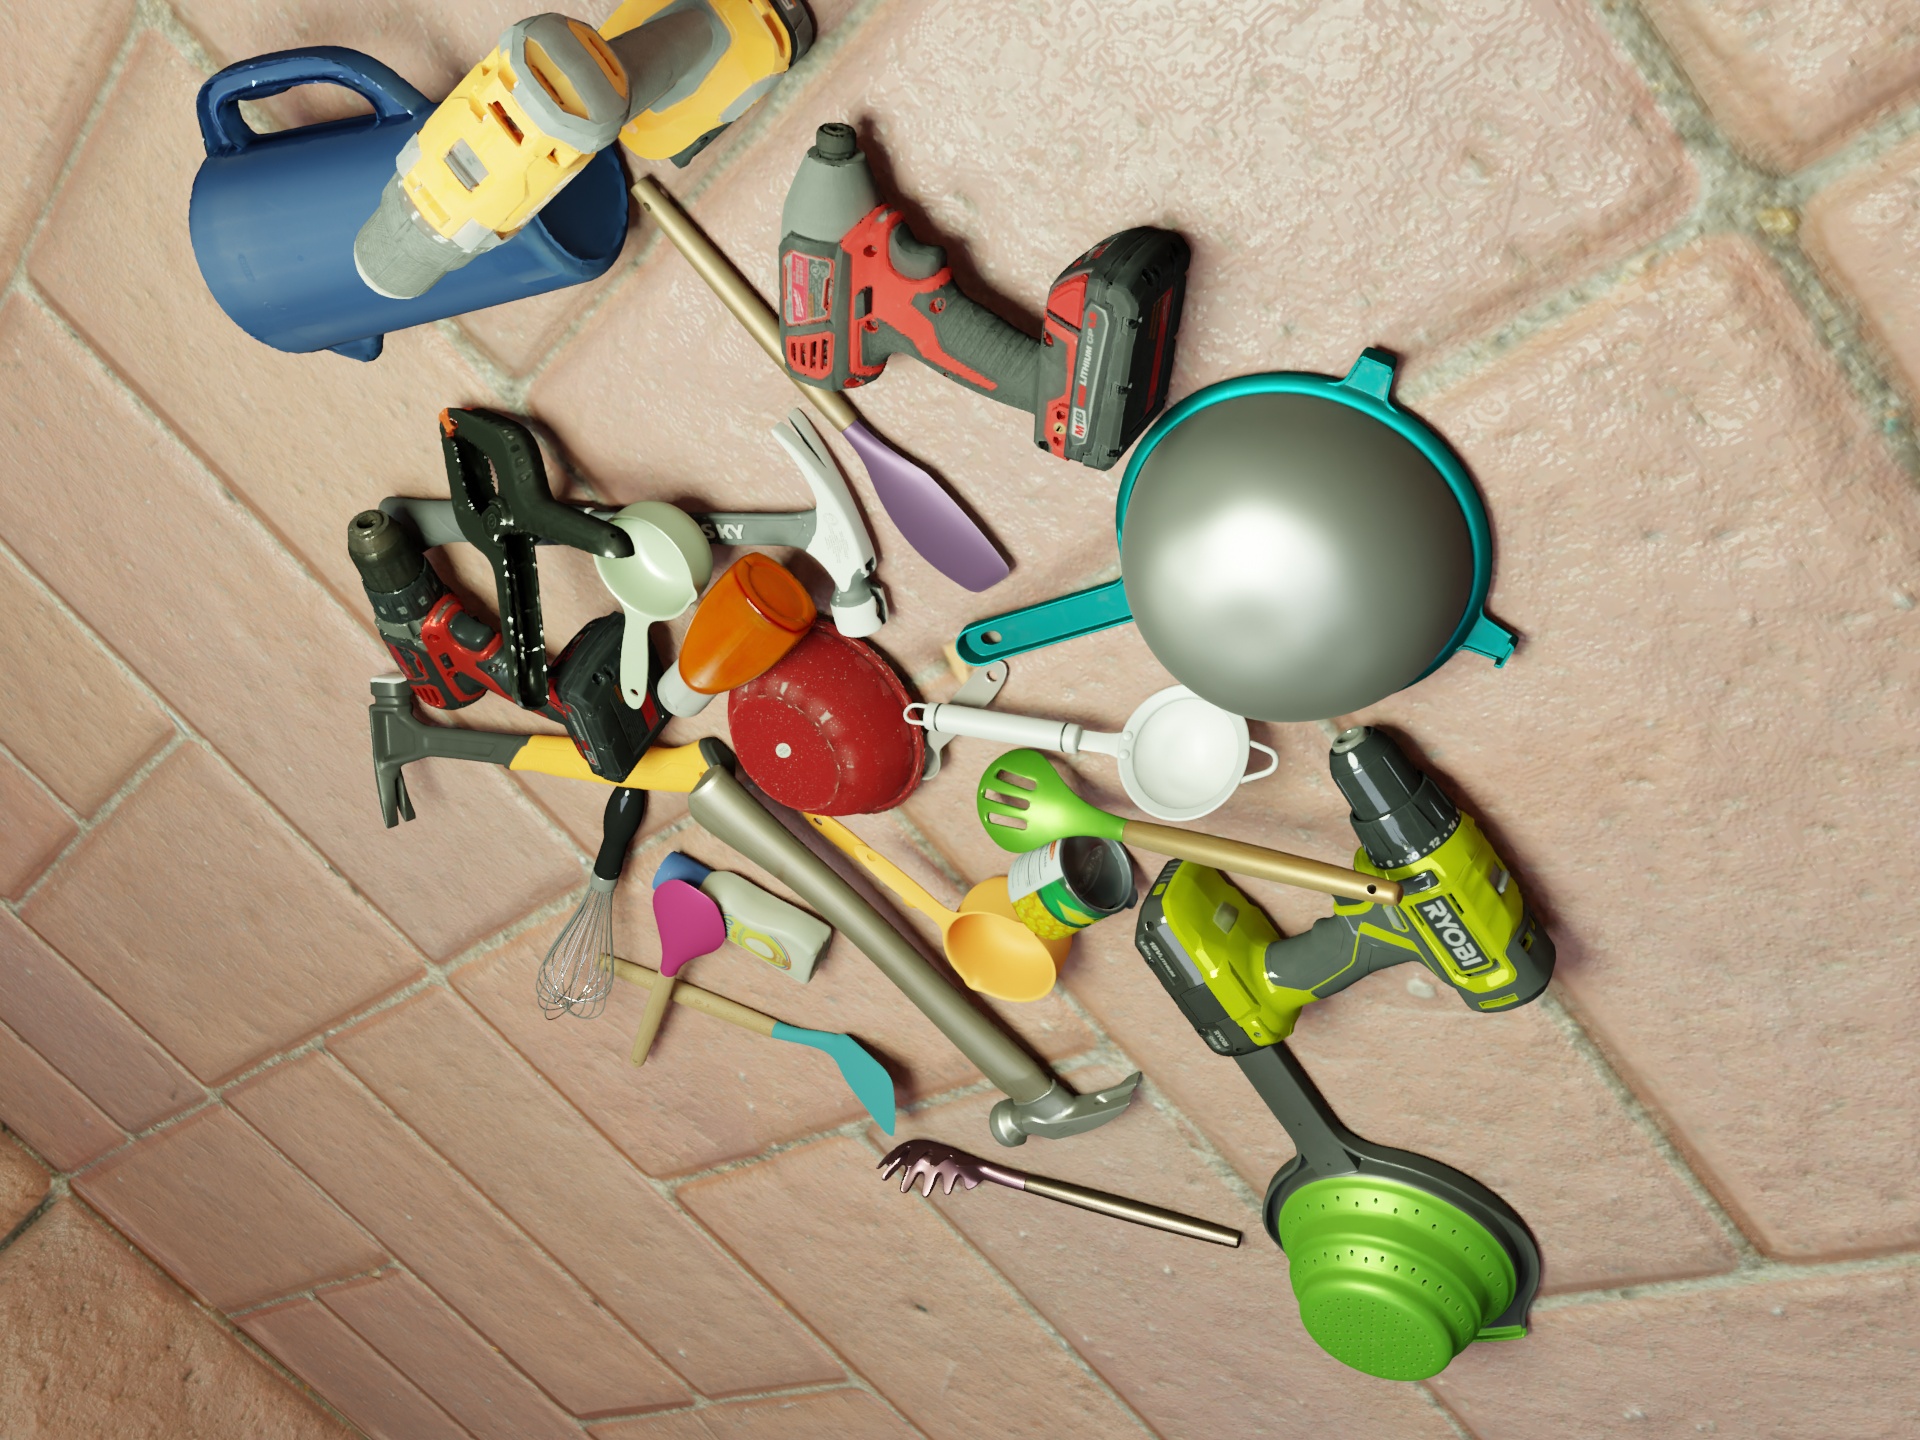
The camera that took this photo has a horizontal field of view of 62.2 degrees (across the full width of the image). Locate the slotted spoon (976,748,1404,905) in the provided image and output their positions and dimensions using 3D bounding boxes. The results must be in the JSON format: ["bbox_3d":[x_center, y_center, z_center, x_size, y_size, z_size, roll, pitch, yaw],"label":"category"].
[{"bbox_3d":[0.126,0.072,0.986,0.314,0.031,0.070,12,91,39],"label":"slotted spoon"}]

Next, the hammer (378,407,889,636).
[{"bbox_3d":[-0.243,-0.136,1.087,0.409,0.036,0.149,5,127,27],"label":"hammer"}]

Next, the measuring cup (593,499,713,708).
[{"bbox_3d":[-0.206,-0.075,1.063,0.083,0.038,0.167,27,135,11],"label":"measuring cup"}]

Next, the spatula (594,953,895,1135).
[{"bbox_3d":[-0.188,0.266,1.378,0.317,0.044,0.082,17,133,19],"label":"spatula"}]

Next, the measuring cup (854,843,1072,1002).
[{"bbox_3d":[0.004,0.130,1.151,0.173,0.052,0.095,37,135,1],"label":"measuring cup"}]

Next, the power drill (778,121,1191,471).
[{"bbox_3d":[0.002,-0.227,0.845,0.220,0.078,0.143,21,133,18],"label":"power drill"}]

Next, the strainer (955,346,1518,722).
[{"bbox_3d":[0.120,-0.060,0.896,0.340,0.095,0.210,-14,117,36],"label":"strainer"}]

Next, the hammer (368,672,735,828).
[{"bbox_3d":[-0.327,0.035,1.255,0.337,0.034,0.127,4,102,23],"label":"hammer"}]

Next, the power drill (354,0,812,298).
[{"bbox_3d":[-0.192,-0.295,0.790,0.185,0.226,0.084,-24,112,41],"label":"power drill"}]

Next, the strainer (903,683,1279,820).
[{"bbox_3d":[0.079,0.012,1.006,0.258,0.087,0.050,9,169,25],"label":"strainer"}]

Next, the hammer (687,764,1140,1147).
[{"bbox_3d":[-0.041,0.178,1.202,0.410,0.038,0.146,46,133,-17],"label":"hammer"}]

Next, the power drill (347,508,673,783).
[{"bbox_3d":[-0.333,-0.058,1.154,0.227,0.080,0.187,19,147,20],"label":"power drill"}]

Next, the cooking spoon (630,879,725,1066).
[{"bbox_3d":[-0.254,0.226,1.361,0.069,0.017,0.318,32,140,4],"label":"cooking spoon"}]

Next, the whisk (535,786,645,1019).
[{"bbox_3d":[-0.305,0.153,1.338,0.070,0.070,0.284,29,125,6],"label":"whisk"}]

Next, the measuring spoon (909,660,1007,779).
[{"bbox_3d":[-0.002,-0.003,1.074,0.034,0.018,0.124,44,128,2],"label":"measuring spoon"}]

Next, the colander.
[{"bbox_3d":[0.268,0.354,1.149,0.204,0.094,0.396,-21,113,40],"label":"colander"}]

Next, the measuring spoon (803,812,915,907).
[{"bbox_3d":[-0.074,0.105,1.202,0.117,0.011,0.021,39,135,-4],"label":"measuring spoon"}]

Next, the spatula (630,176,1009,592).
[{"bbox_3d":[-0.085,-0.197,0.957,0.315,0.018,0.060,48,144,-13],"label":"spatula"}]

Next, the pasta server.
[{"bbox_3d":[0.079,0.404,1.341,0.316,0.040,0.060,9,141,23],"label":"pasta server"}]

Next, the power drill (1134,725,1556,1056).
[{"bbox_3d":[0.225,0.113,0.992,0.228,0.080,0.190,-27,104,39],"label":"power drill"}]
